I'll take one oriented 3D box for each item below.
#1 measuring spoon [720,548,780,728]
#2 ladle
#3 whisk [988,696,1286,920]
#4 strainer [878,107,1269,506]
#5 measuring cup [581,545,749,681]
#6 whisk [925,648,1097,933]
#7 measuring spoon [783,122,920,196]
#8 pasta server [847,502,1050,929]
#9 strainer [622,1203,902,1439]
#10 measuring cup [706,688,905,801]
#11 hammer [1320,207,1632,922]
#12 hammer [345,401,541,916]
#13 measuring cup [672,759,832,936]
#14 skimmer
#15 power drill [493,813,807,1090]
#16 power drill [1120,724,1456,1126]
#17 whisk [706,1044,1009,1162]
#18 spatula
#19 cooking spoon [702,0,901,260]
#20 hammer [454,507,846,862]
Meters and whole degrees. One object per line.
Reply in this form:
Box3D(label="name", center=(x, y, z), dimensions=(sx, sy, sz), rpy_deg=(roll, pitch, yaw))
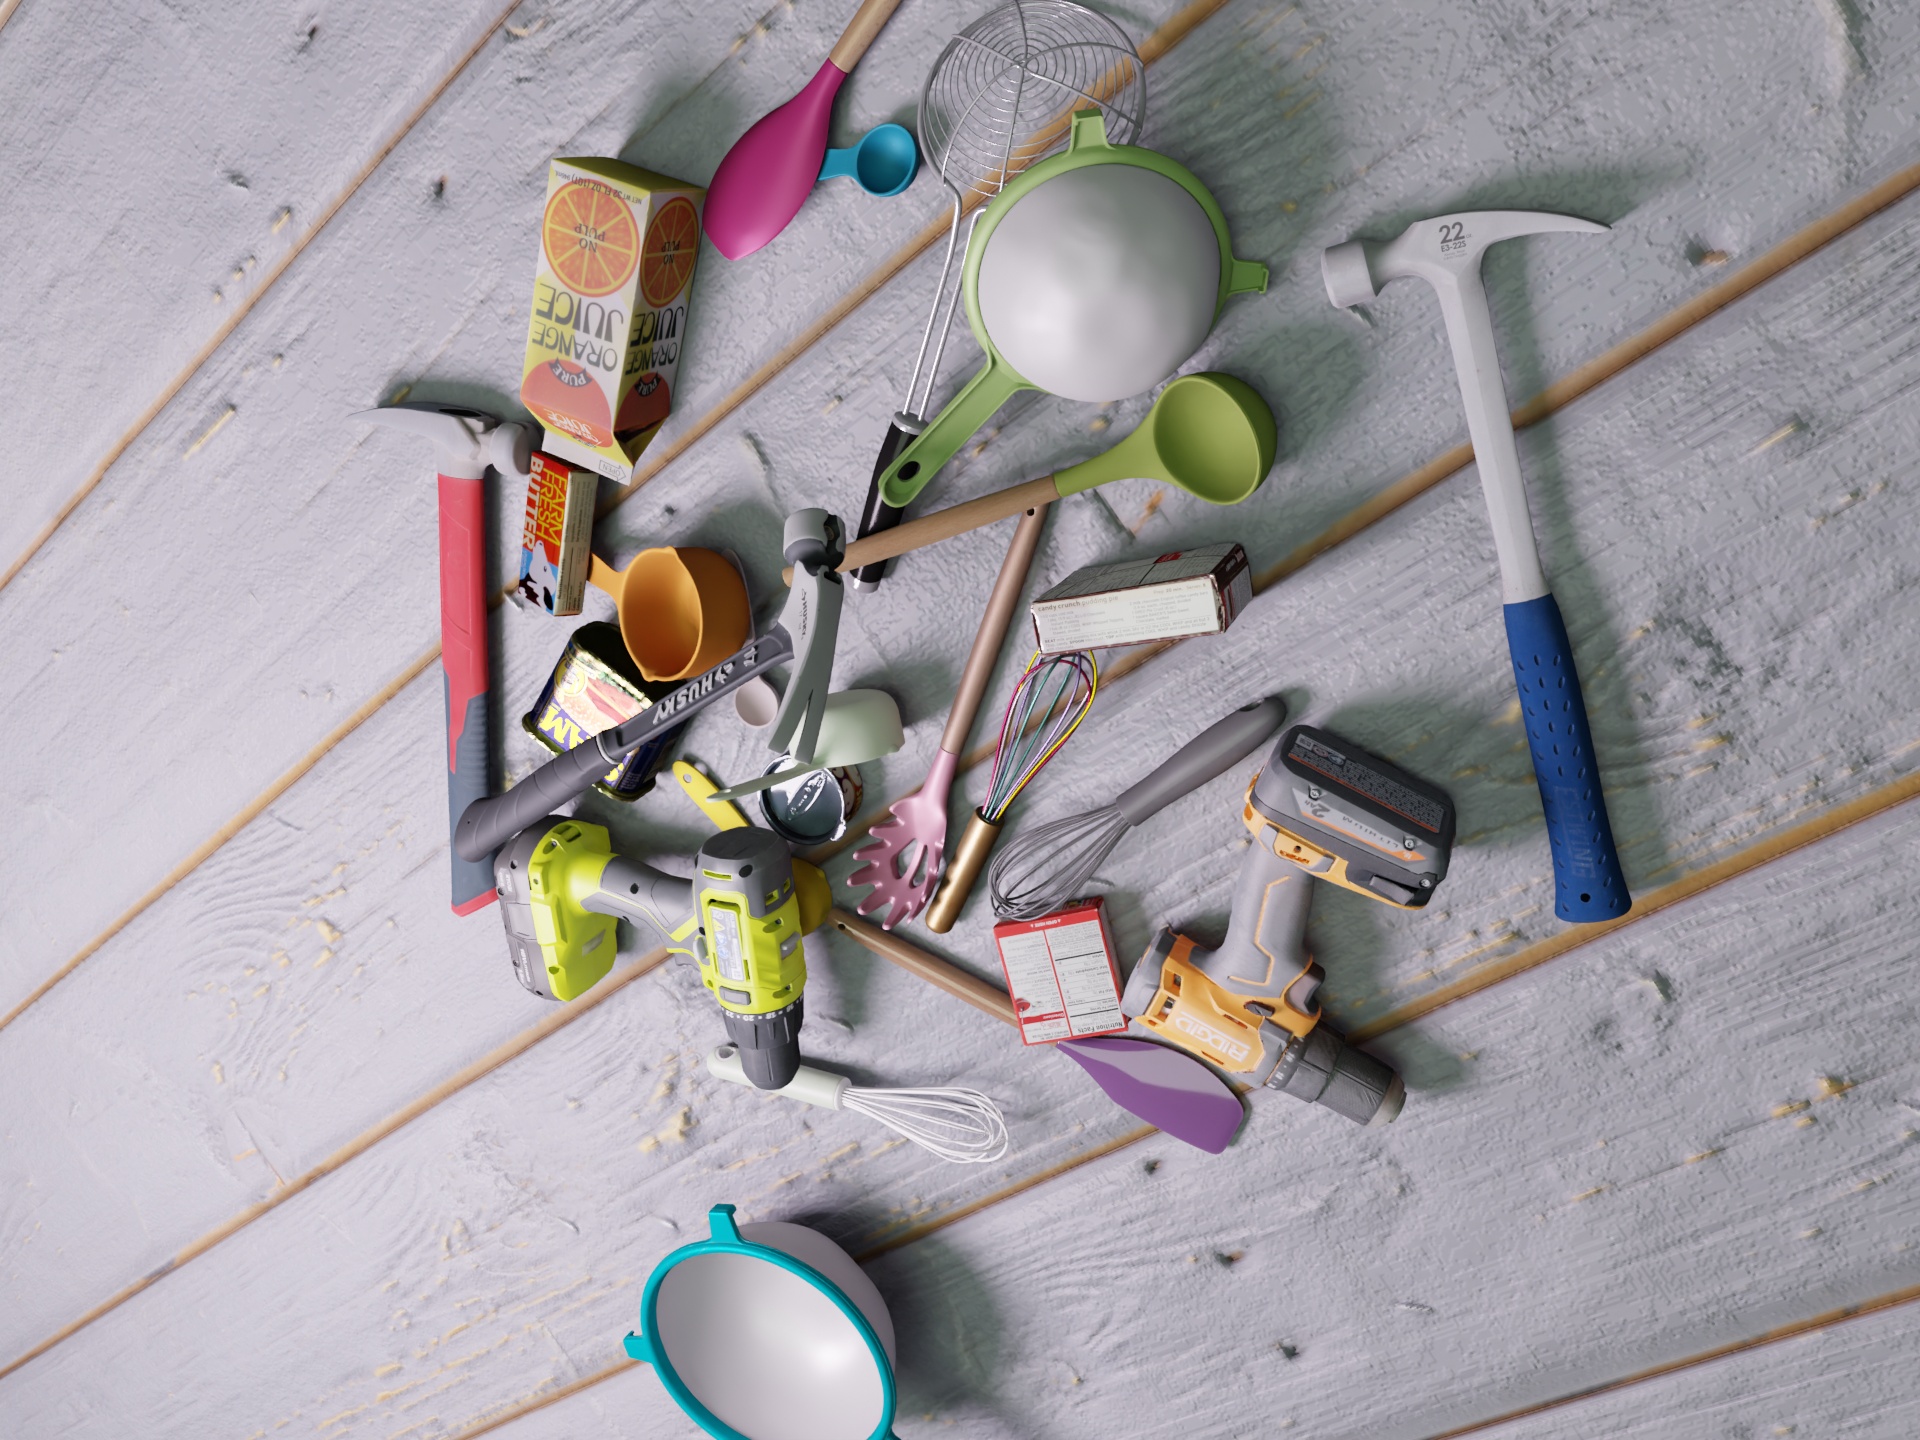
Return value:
Box3D(label="measuring spoon", center=(-0.144, -0.056, 1.083), dimensions=(0.034, 0.018, 0.124), rpy_deg=(-6, 99, 23))
Box3D(label="ladle", center=(0.031, -0.128, 0.944), dimensions=(0.320, 0.062, 0.078), rpy_deg=(-16, 108, 20))
Box3D(label="whisk", center=(0.108, 0.056, 1.006), dimensions=(0.239, 0.055, 0.055), rpy_deg=(-37, 92, 23))
Box3D(label="strainer", center=(0.043, -0.196, 0.885), dimensions=(0.151, 0.069, 0.256), rpy_deg=(32, 120, -30))
Box3D(label="measuring cup", center=(-0.209, -0.090, 1.081), dimensions=(0.174, 0.052, 0.095), rpy_deg=(32, 118, 36))
Box3D(label="whisk", center=(0.029, 0.048, 1.034), dimensions=(0.047, 0.051, 0.244), rpy_deg=(27, 119, 4))
Box3D(label="measuring spoon", center=(-0.078, -0.332, 0.957), dimensions=(0.129, 0.021, 0.042), rpy_deg=(7, 94, 29))
Box3D(label="pasta server", center=(-0.002, -0.003, 1.030), dimensions=(0.060, 0.040, 0.316), rpy_deg=(30, 116, 21))
Box3D(label="strainer", center=(-0.078, 0.495, 1.208), dimensions=(0.340, 0.095, 0.211), rpy_deg=(35, 120, 4))
Box3D(label="measuring cup", center=(-0.102, 0.014, 1.005), dimensions=(0.083, 0.167, 0.038), rpy_deg=(0, 104, 37))
Box3D(label="hammer", center=(0.317, -0.079, 0.878), dimensions=(0.144, 0.035, 0.405), rpy_deg=(-11, 104, 25))
Box3D(label="hammer", center=(-0.375, -0.037, 1.165), dimensions=(0.143, 0.038, 0.386), rpy_deg=(13, 113, 18))
Box3D(label="measuring cup", center=(-0.155, 0.092, 1.127), dimensions=(0.062, 0.029, 0.156), rpy_deg=(-40, 94, 28))
Box3D(label="skimmer", center=(0.001, -0.238, 0.950), dimensions=(0.127, 0.090, 0.363), rpy_deg=(31, 127, 14))
Box3D(label="power drill", center=(-0.211, 0.160, 1.131), dimensions=(0.228, 0.080, 0.190), rpy_deg=(7, 115, 27))
Box3D(label="power drill", center=(0.220, 0.137, 0.971), dimensions=(0.185, 0.084, 0.226), rpy_deg=(28, 121, 10))
Box3D(label="whisk", center=(-0.078, 0.274, 1.156), dimensions=(0.246, 0.058, 0.059), rpy_deg=(9, 120, 23))
Box3D(label="spatula", center=(0.047, 0.205, 1.096), dimensions=(0.316, 0.018, 0.059), rpy_deg=(26, 111, 10))
Box3D(label="cooking spoon", center=(-0.056, -0.399, 0.915), dimensions=(0.319, 0.017, 0.069), rpy_deg=(-47, 69, 26))
Box3D(label="hammer", center=(-0.211, 0.016, 1.010), dimensions=(0.036, 0.149, 0.409), rpy_deg=(24, 143, -37))
